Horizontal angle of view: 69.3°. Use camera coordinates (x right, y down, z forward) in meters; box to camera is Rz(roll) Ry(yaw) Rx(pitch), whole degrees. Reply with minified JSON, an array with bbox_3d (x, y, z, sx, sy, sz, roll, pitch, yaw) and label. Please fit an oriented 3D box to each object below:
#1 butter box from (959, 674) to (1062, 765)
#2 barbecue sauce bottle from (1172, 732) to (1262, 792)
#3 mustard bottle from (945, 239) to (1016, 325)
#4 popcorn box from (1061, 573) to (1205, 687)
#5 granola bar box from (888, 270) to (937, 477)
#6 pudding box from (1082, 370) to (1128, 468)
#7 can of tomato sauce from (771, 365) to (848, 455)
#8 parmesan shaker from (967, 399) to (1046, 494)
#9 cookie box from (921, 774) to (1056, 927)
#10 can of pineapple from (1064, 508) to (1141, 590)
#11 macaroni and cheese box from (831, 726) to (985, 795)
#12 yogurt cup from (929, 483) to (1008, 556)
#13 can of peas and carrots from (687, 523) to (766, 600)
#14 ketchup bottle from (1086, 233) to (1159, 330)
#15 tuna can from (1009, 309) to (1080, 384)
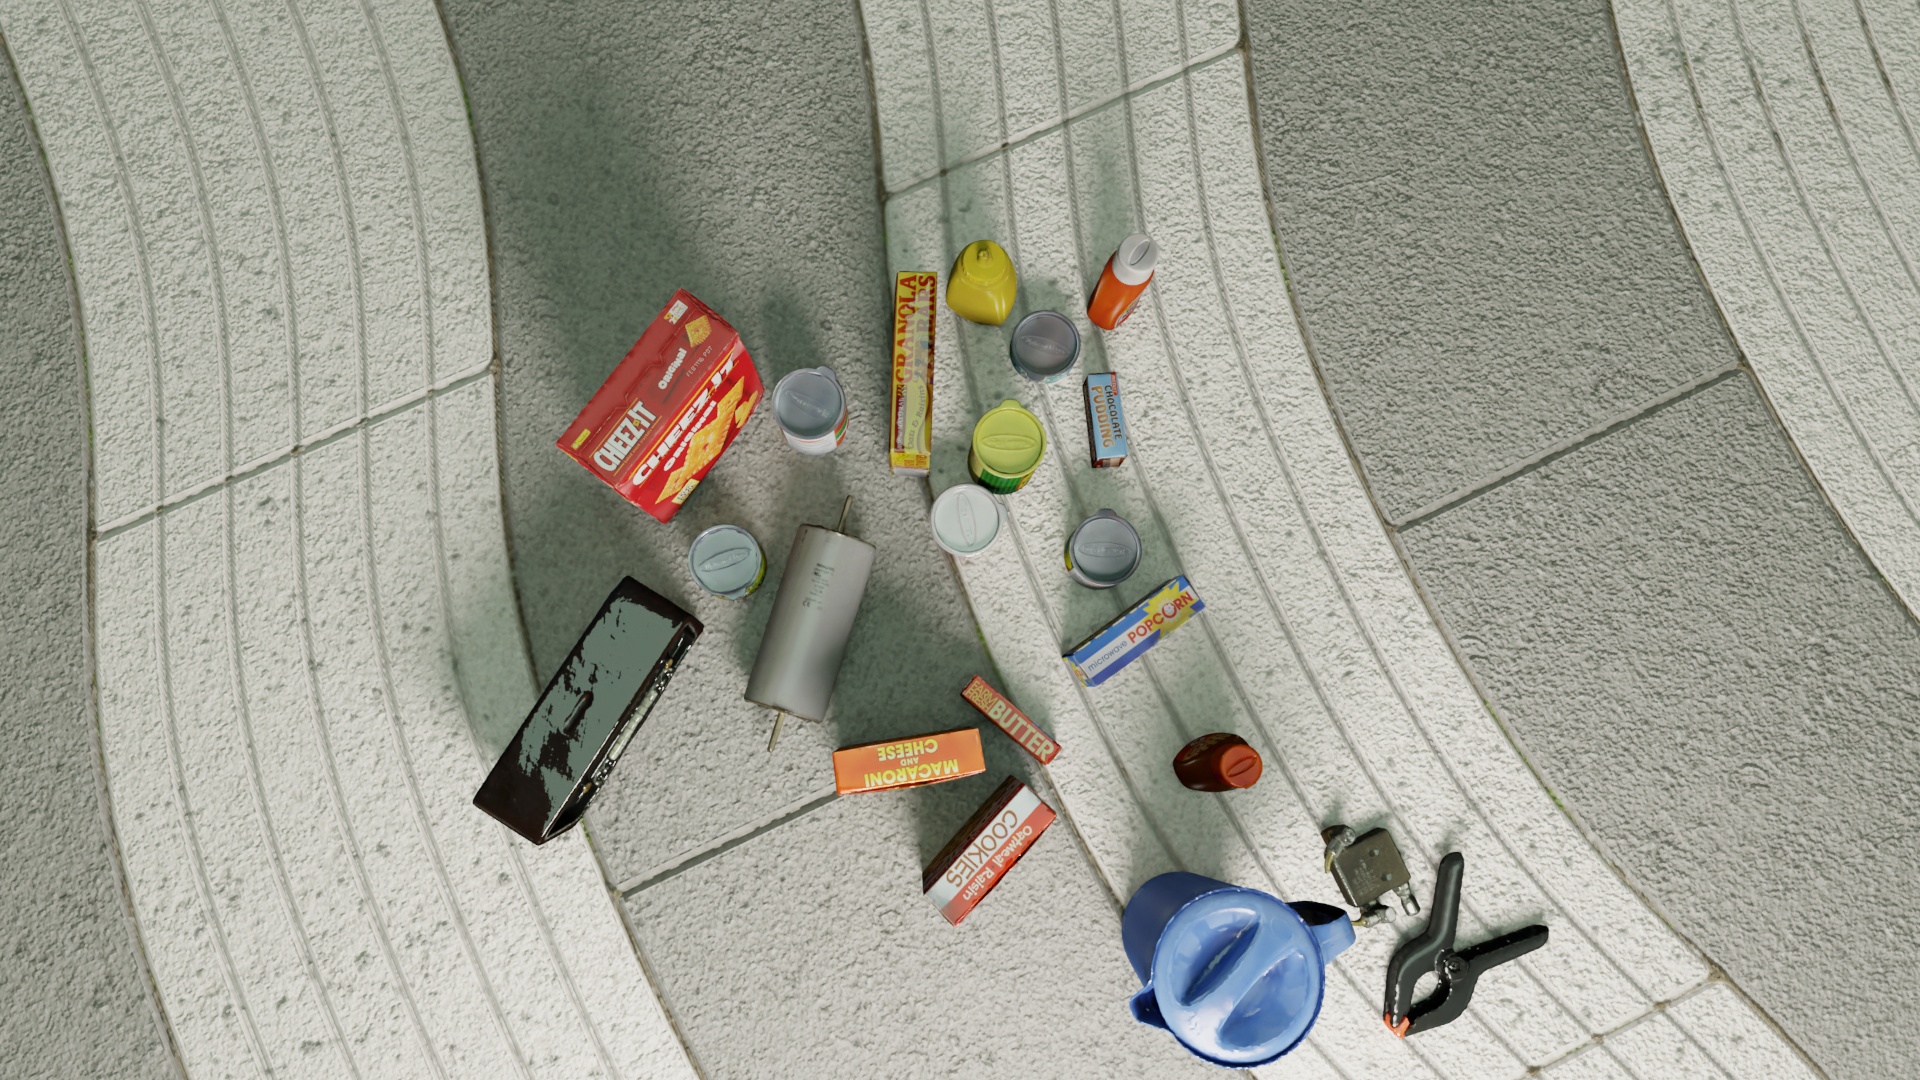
[{"bbox_3d":[0.045,0.164,1.268,0.103,0.053,0.024,40,83,3],"label":"butter box"},{"bbox_3d":[0.231,0.196,1.223,0.065,0.148,0.043,-29,85,-5],"label":"barbecue sauce bottle"},{"bbox_3d":[0.021,-0.240,1.267,0.065,0.160,0.049,20,83,0],"label":"mustard bottle"},{"bbox_3d":[0.156,0.084,1.267,0.127,0.085,0.038,-35,86,-6],"label":"popcorn box"},{"bbox_3d":[-0.044,-0.149,1.270,0.039,0.124,0.165,2,83,-2],"label":"granola bar box"},{"bbox_3d":[0.136,-0.113,1.310,0.030,0.049,0.084,-6,83,-3],"label":"pudding box"},{"bbox_3d":[-0.137,-0.120,1.283,0.071,0.083,0.071,0,83,-2],"label":"can of tomato sauce"},{"bbox_3d":[0.042,-0.084,1.276,0.071,0.103,0.071,0,83,-2],"label":"parmesan shaker"},{"bbox_3d":[0.022,0.263,1.197,0.040,0.167,0.123,43,83,3],"label":"cookie box"},{"bbox_3d":[0.132,0.010,1.290,0.071,0.058,0.071,0,83,-2],"label":"can of pineapple"},{"bbox_3d":[-0.044,0.190,1.204,0.124,0.166,0.040,-9,84,-3],"label":"macaroni and cheese box"},{"bbox_3d":[0.005,-0.016,1.290,0.072,0.054,0.072,0,83,-2],"label":"yogurt cup"},{"bbox_3d":[-0.212,0.023,1.274,0.071,0.058,0.071,0,83,-2],"label":"can of peas and carrots"},{"bbox_3d":[0.151,-0.241,1.278,0.043,0.148,0.065,35,83,2],"label":"ketchup bottle"},{"bbox_3d":[0.079,-0.182,1.325,0.071,0.033,0.071,0,83,-2],"label":"tuna can"}]
